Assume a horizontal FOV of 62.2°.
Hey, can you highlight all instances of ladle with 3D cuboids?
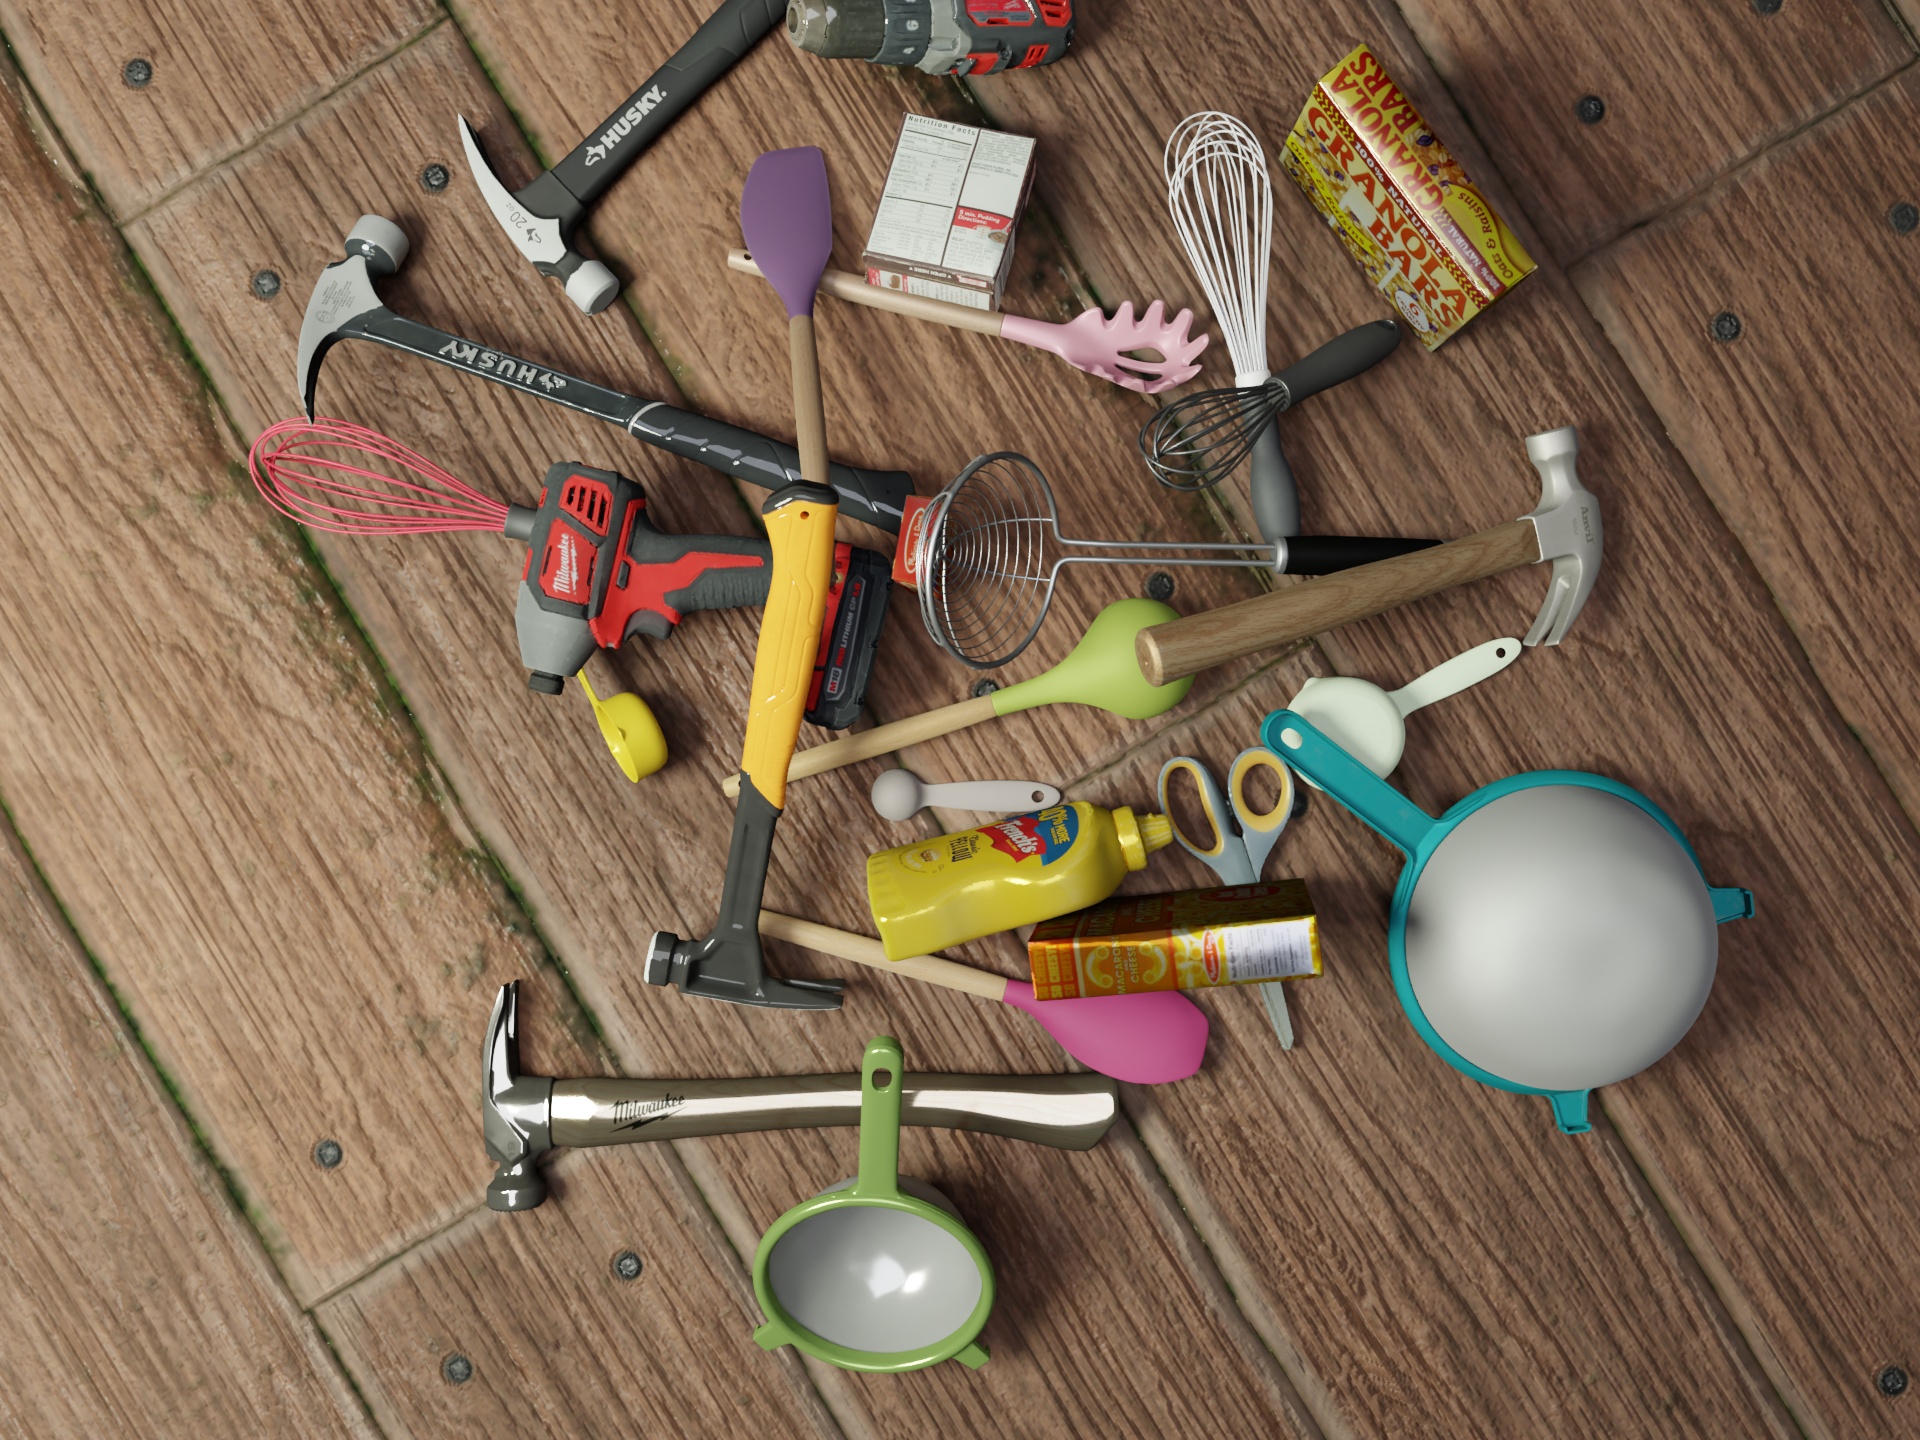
[{"bbox_3d":[-0.002,-0.003,1.032,0.320,0.062,0.078,-17,92,8],"label":"ladle"}]

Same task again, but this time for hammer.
[{"bbox_3d":[0.256,-0.079,0.970,0.331,0.031,0.130,-18,97,-18],"label":"hammer"},{"bbox_3d":[-0.221,-0.197,1.018,0.409,0.036,0.149,19,64,-2],"label":"hammer"},{"bbox_3d":[-0.104,0.238,1.032,0.410,0.038,0.146,-1,89,1],"label":"hammer"},{"bbox_3d":[-0.175,-0.431,1.035,0.335,0.035,0.146,-44,89,1],"label":"hammer"},{"bbox_3d":[-0.108,0.022,0.958,0.127,0.034,0.336,10,111,-3],"label":"hammer"}]

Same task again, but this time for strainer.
[{"bbox_3d":[0.328,0.102,0.967,0.340,0.095,0.211,36,92,-7],"label":"strainer"},{"bbox_3d":[-0.049,0.288,0.983,0.151,0.069,0.256,4,116,2],"label":"strainer"}]

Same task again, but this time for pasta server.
[{"bbox_3d":[0.002,-0.266,1.028,0.316,0.040,0.060,15,74,3],"label":"pasta server"}]

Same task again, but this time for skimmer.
[{"bbox_3d":[0.147,-0.095,0.958,0.363,0.090,0.127,-1,104,-13],"label":"skimmer"}]

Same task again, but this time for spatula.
[{"bbox_3d":[-0.100,-0.228,0.998,0.060,0.018,0.316,-8,71,2],"label":"spatula"}]

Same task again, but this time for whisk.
[{"bbox_3d":[0.181,-0.246,1.017,0.070,0.070,0.284,-11,94,2],"label":"whisk"},{"bbox_3d":[0.196,-0.199,0.972,0.239,0.055,0.055,-32,89,-30],"label":"whisk"},{"bbox_3d":[-0.311,-0.134,1.030,0.295,0.073,0.073,14,90,-5],"label":"whisk"}]

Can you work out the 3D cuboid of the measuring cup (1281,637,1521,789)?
[{"bbox_3d":[0.287,-0.011,1.017,0.167,0.038,0.083,-28,89,3],"label":"measuring cup"}]

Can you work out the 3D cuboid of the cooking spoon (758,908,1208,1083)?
[{"bbox_3d":[0.004,0.168,1.031,0.319,0.017,0.069,15,70,4],"label":"cooking spoon"}]

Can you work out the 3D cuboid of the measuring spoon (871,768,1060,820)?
[{"bbox_3d":[0.003,0.049,1.037,0.124,0.018,0.034,0,90,1],"label":"measuring spoon"}]

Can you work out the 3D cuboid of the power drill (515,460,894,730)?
[{"bbox_3d":[-0.162,-0.067,0.989,0.219,0.078,0.143,14,90,-11],"label":"power drill"}]

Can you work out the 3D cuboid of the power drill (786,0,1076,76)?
[{"bbox_3d":[-0.035,-0.511,0.981,0.188,0.080,0.227,-13,91,-26],"label":"power drill"}]

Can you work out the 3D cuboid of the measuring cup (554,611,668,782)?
[{"bbox_3d":[-0.233,-0.035,1.028,0.029,0.062,0.156,-25,85,-21],"label":"measuring cup"}]
